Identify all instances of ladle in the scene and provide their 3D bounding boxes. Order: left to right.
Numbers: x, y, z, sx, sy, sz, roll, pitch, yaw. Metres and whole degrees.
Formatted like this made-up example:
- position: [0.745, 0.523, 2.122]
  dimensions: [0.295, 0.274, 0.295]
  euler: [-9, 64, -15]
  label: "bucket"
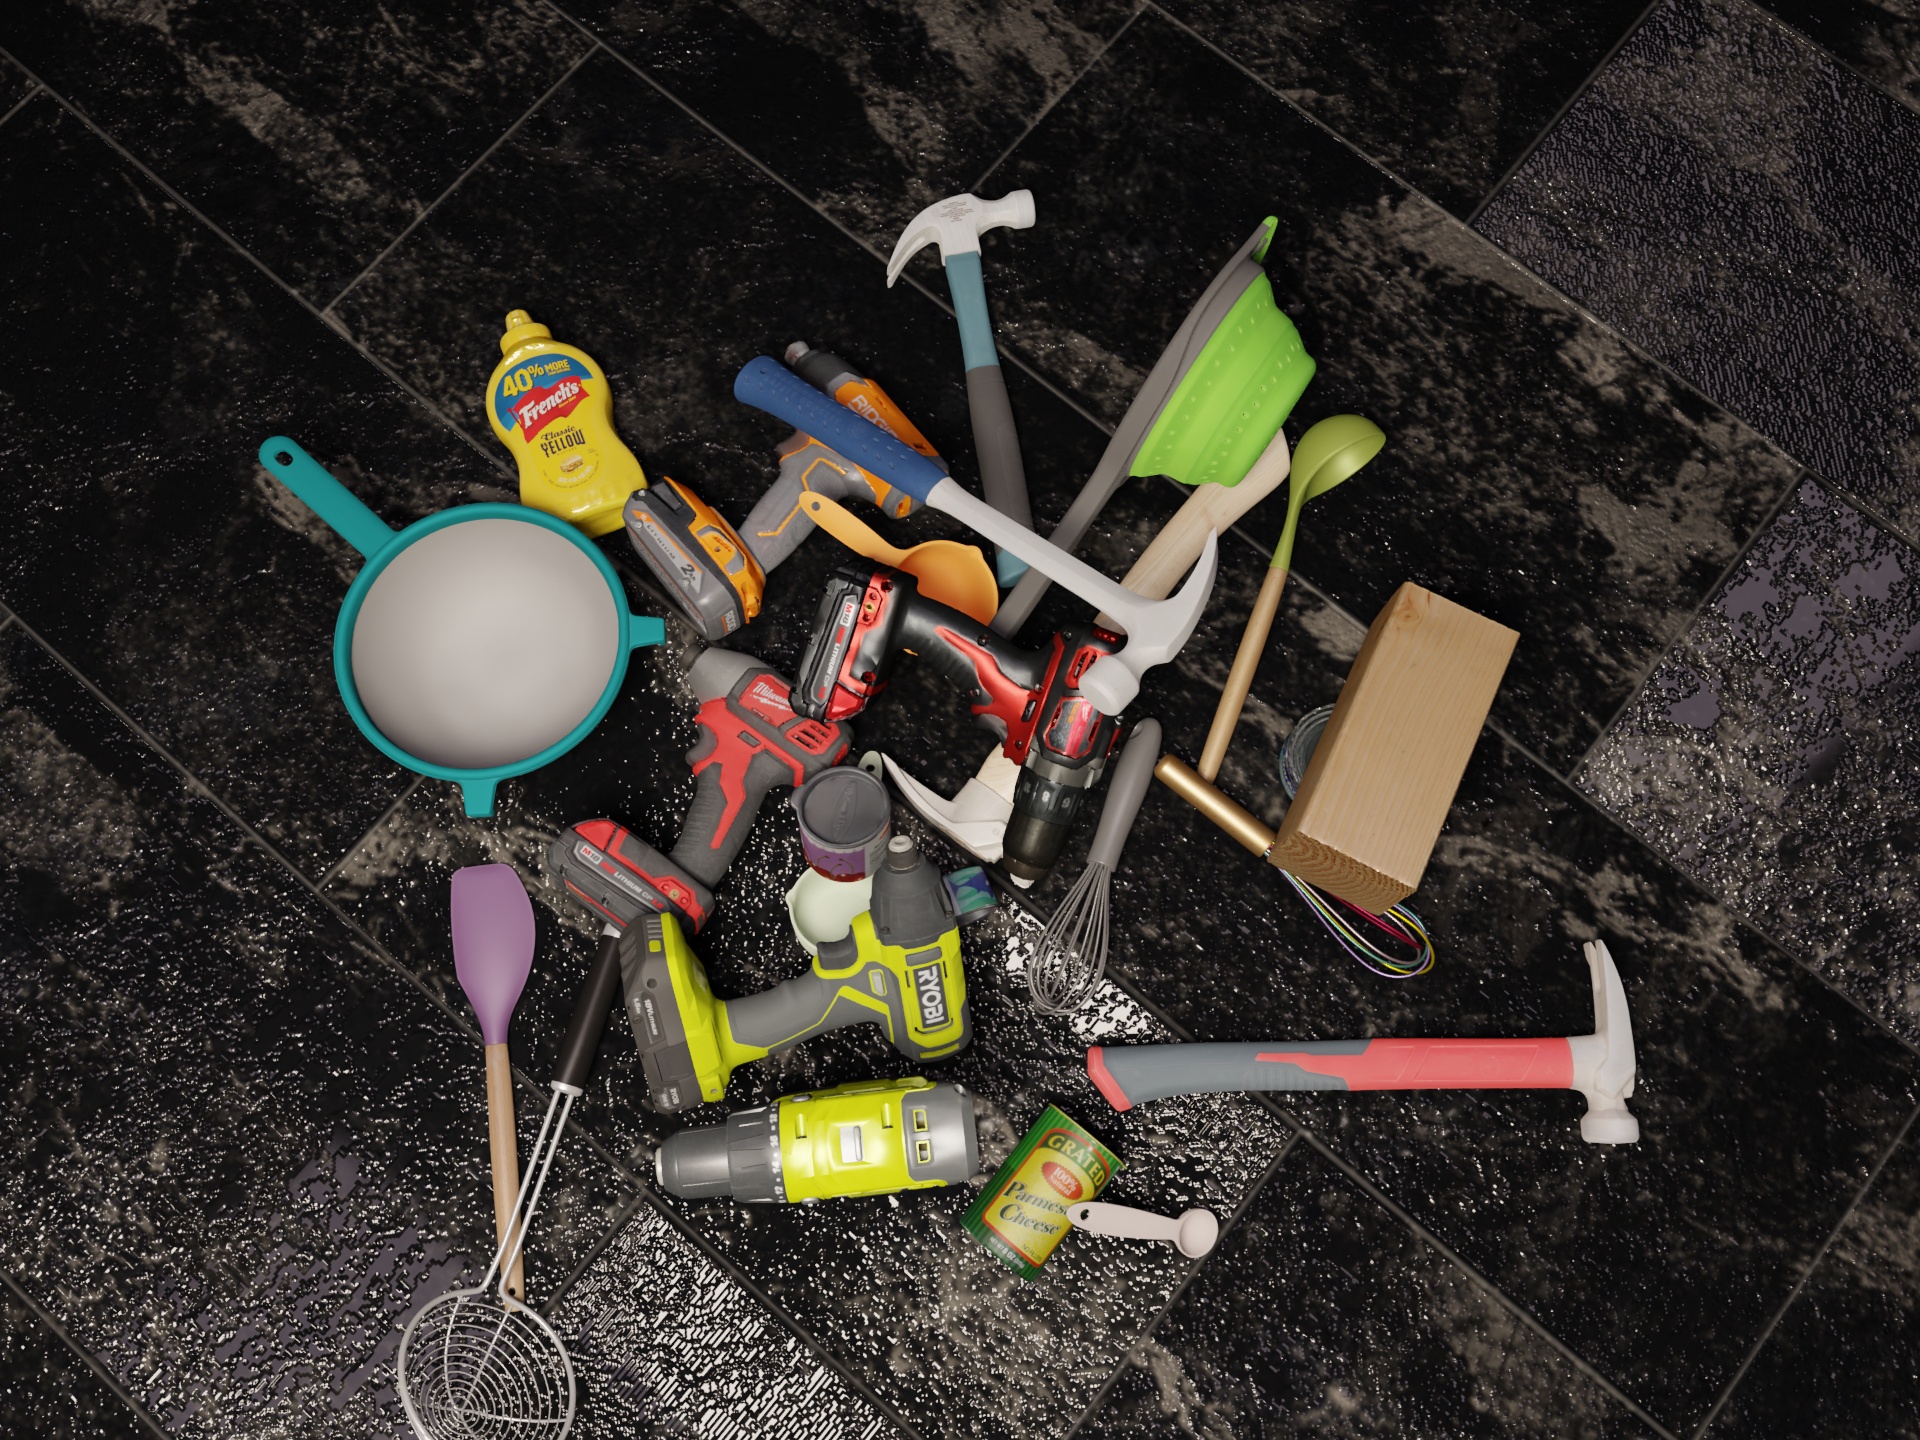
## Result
- position: [0.246, -0.087, 1.211]
  dimensions: [0.062, 0.078, 0.320]
  euler: [19, 83, 14]
  label: "ladle"

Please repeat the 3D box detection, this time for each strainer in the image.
- position: [-0.391, -0.088, 1.190]
  dimensions: [0.340, 0.095, 0.211]
  euler: [40, 77, 11]
  label: "strainer"

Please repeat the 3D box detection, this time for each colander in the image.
- position: [0.149, -0.173, 1.170]
  dimensions: [0.094, 0.204, 0.397]
  euler: [35, 89, 4]
  label: "colander"

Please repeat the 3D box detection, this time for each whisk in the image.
- position: [0.104, 0.105, 1.169]
  dimensions: [0.055, 0.055, 0.239]
  euler: [20, 74, 5]
  label: "whisk"
- position: [0.245, 0.103, 1.164]
  dimensions: [0.245, 0.047, 0.051]
  euler: [38, 78, 6]
  label: "whisk"

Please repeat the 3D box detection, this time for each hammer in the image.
- position: [-0.003, -0.158, 1.108]
  dimensions: [0.406, 0.035, 0.144]
  euler: [35, 70, 27]
  label: "hammer"
- position: [0.022, -0.266, 1.264]
  dimensions: [0.128, 0.033, 0.331]
  euler: [-9, 77, -3]
  label: "hammer"
- position: [0.112, -0.076, 1.218]
  dimensions: [0.146, 0.038, 0.411]
  euler: [36, 78, 9]
  label: "hammer"
- position: [0.285, 0.231, 1.141]
  dimensions: [0.386, 0.038, 0.143]
  euler: [0, 75, 0]
  label: "hammer"

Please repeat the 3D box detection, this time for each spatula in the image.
- position: [-0.329, 0.259, 1.144]
  dimensions: [0.059, 0.018, 0.316]
  euler: [-6, 76, -8]
  label: "spatula"

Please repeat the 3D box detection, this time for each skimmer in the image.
- position: [-0.276, 0.312, 1.083]
  dimensions: [0.127, 0.090, 0.363]
  euler: [28, 67, -31]
  label: "skimmer"

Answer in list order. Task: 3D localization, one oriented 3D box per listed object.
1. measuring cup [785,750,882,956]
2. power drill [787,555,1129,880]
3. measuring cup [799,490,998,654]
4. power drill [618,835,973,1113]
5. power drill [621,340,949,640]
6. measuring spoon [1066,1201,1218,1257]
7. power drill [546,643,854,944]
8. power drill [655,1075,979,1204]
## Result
- position: [-0.078, 0.102, 1.179]
  dimensions: [0.083, 0.038, 0.168]
  euler: [8, 60, 4]
  label: "measuring cup"
- position: [-0.002, -0.004, 1.122]
  dimensions: [0.227, 0.080, 0.188]
  euler: [20, 104, 6]
  label: "power drill"
- position: [-0.054, -0.115, 1.192]
  dimensions: [0.173, 0.052, 0.095]
  euler: [36, 81, -14]
  label: "measuring cup"
- position: [-0.109, 0.170, 1.073]
  dimensions: [0.223, 0.080, 0.171]
  euler: [-13, 120, -9]
  label: "power drill"
- position: [-0.144, -0.185, 1.222]
  dimensions: [0.226, 0.084, 0.164]
  euler: [-37, 78, -13]
  label: "power drill"
- position: [0.124, 0.346, 1.100]
  dimensions: [0.124, 0.018, 0.034]
  euler: [17, 86, -24]
  label: "measuring spoon"
- position: [-0.193, 0.050, 1.156]
  dimensions: [0.143, 0.078, 0.220]
  euler: [36, 69, 3]
  label: "power drill"
- position: [-0.086, 0.275, 1.031]
  dimensions: [0.190, 0.228, 0.080]
  euler: [-6, 77, -2]
  label: "power drill"
